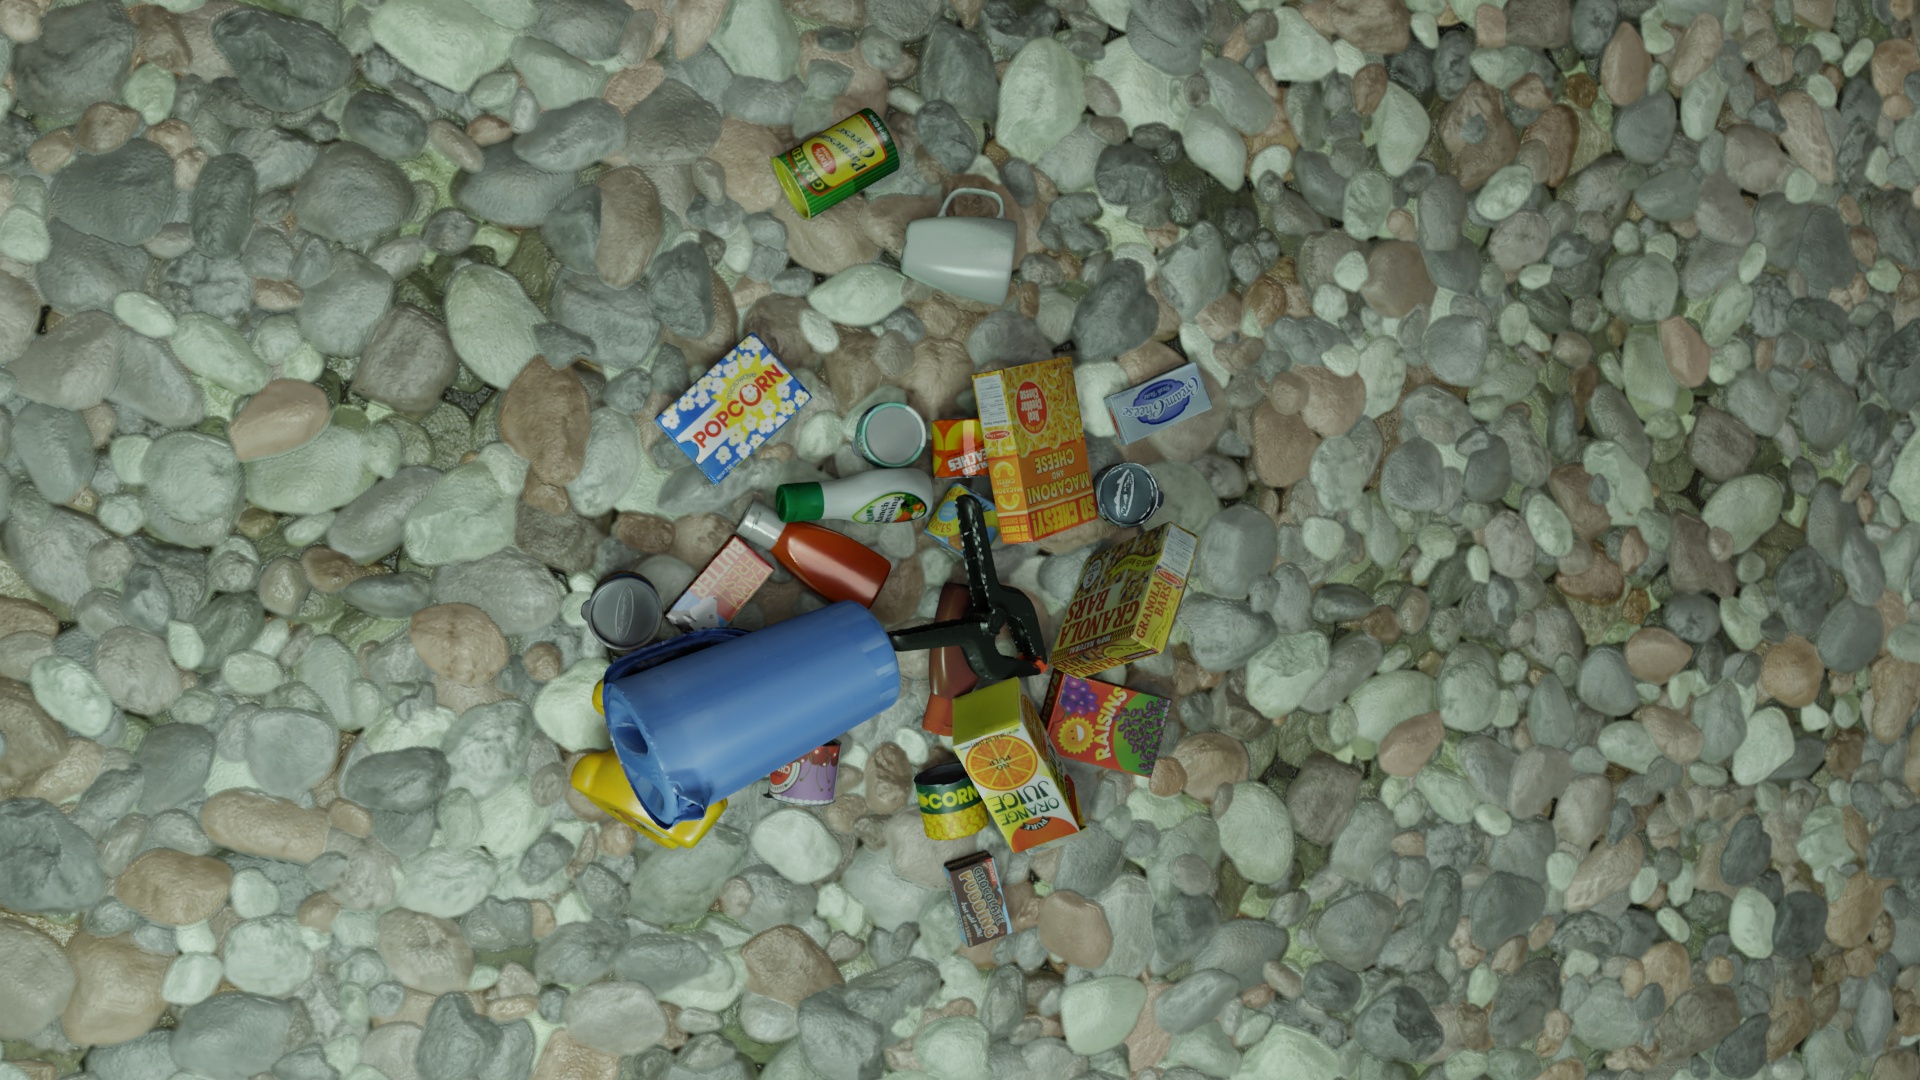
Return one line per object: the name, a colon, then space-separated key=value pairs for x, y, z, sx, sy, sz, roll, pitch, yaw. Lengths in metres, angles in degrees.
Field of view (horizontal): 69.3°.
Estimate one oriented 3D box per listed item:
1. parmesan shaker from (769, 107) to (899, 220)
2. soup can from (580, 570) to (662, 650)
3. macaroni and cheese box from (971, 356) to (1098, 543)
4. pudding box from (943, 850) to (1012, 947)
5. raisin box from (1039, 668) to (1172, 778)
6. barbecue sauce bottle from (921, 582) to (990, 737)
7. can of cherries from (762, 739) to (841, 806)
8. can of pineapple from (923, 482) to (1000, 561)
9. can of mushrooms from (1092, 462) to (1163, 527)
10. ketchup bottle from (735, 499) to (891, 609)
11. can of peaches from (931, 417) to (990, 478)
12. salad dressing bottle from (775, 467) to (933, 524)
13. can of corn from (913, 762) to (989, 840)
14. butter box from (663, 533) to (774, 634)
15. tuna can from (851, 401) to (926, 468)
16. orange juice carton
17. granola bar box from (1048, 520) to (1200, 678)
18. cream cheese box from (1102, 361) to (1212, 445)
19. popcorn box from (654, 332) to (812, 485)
parmesan shaker: x=-0.119 y=-0.360 z=1.317 sx=0.103 sy=0.071 sz=0.071 roll=-33 pitch=100 yaw=-11
soup can: x=-0.312 y=0.063 z=1.278 sx=0.071 sy=0.084 sz=0.071 roll=-1 pitch=93 yaw=-14
macaroni and cheese box: x=0.075 y=-0.090 z=1.361 sx=0.124 sy=0.040 sz=0.166 roll=-18 pitch=100 yaw=-51
pudding box: x=0.018 y=0.362 z=1.405 sx=0.050 sy=0.030 sz=0.083 roll=-15 pitch=97 yaw=-14
raisin box: x=0.145 y=0.188 z=1.425 sx=0.123 sy=0.040 sz=0.086 roll=16 pitch=90 yaw=-14
barbecue sauce bottle: x=-0.003 y=0.119 z=1.380 sx=0.065 sy=0.043 sz=0.148 roll=14 pitch=90 yaw=-29
can of cherries: x=-0.152 y=0.219 z=1.335 sx=0.071 sy=0.071 sz=0.058 roll=7 pitch=91 yaw=-15
can of pineapple: x=0.005 y=-0.017 z=1.363 sx=0.071 sy=0.071 sz=0.058 roll=33 pitch=85 yaw=-14
can of mushrooms: x=0.169 y=-0.046 z=1.422 sx=0.071 sy=0.033 sz=0.071 roll=-1 pitch=92 yaw=-14
ketchup bottle: x=-0.143 y=0.012 z=1.339 sx=0.149 sy=0.043 sz=0.065 roll=31 pitch=76 yaw=-14
can of peaches: x=0.005 y=-0.090 z=1.359 sx=0.071 sy=0.071 sz=0.058 roll=-3 pitch=93 yaw=-14
salad dressing bottle: x=-0.102 y=-0.040 z=1.331 sx=0.148 sy=0.064 sz=0.044 roll=-5 pitch=59 yaw=-24
can of corn: x=-0.008 y=0.258 z=1.373 sx=0.071 sy=0.071 sz=0.058 roll=-13 pitch=97 yaw=-13
butter box: x=-0.231 y=0.049 z=1.329 sx=0.053 sy=0.024 sz=0.103 roll=41 pitch=83 yaw=-13
tuna can: x=-0.070 y=-0.102 z=1.358 sx=0.071 sy=0.033 sz=0.071 roll=-1 pitch=93 yaw=-15
orange juice carton: x=0.062 y=0.235 z=1.363 sx=0.072 sy=0.073 sz=0.192 roll=-21 pitch=119 yaw=12
granola bar box: x=0.157 y=0.061 z=1.341 sx=0.039 sy=0.165 sz=0.124 roll=29 pitch=67 yaw=-15
cream cheese box: x=0.204 y=-0.142 z=1.430 sx=0.104 sy=0.024 sz=0.053 roll=-24 pitch=99 yaw=-12
popcorn box: x=-0.215 y=-0.125 z=1.317 sx=0.127 sy=0.038 sz=0.085 roll=-44 pitch=103 yaw=-9
